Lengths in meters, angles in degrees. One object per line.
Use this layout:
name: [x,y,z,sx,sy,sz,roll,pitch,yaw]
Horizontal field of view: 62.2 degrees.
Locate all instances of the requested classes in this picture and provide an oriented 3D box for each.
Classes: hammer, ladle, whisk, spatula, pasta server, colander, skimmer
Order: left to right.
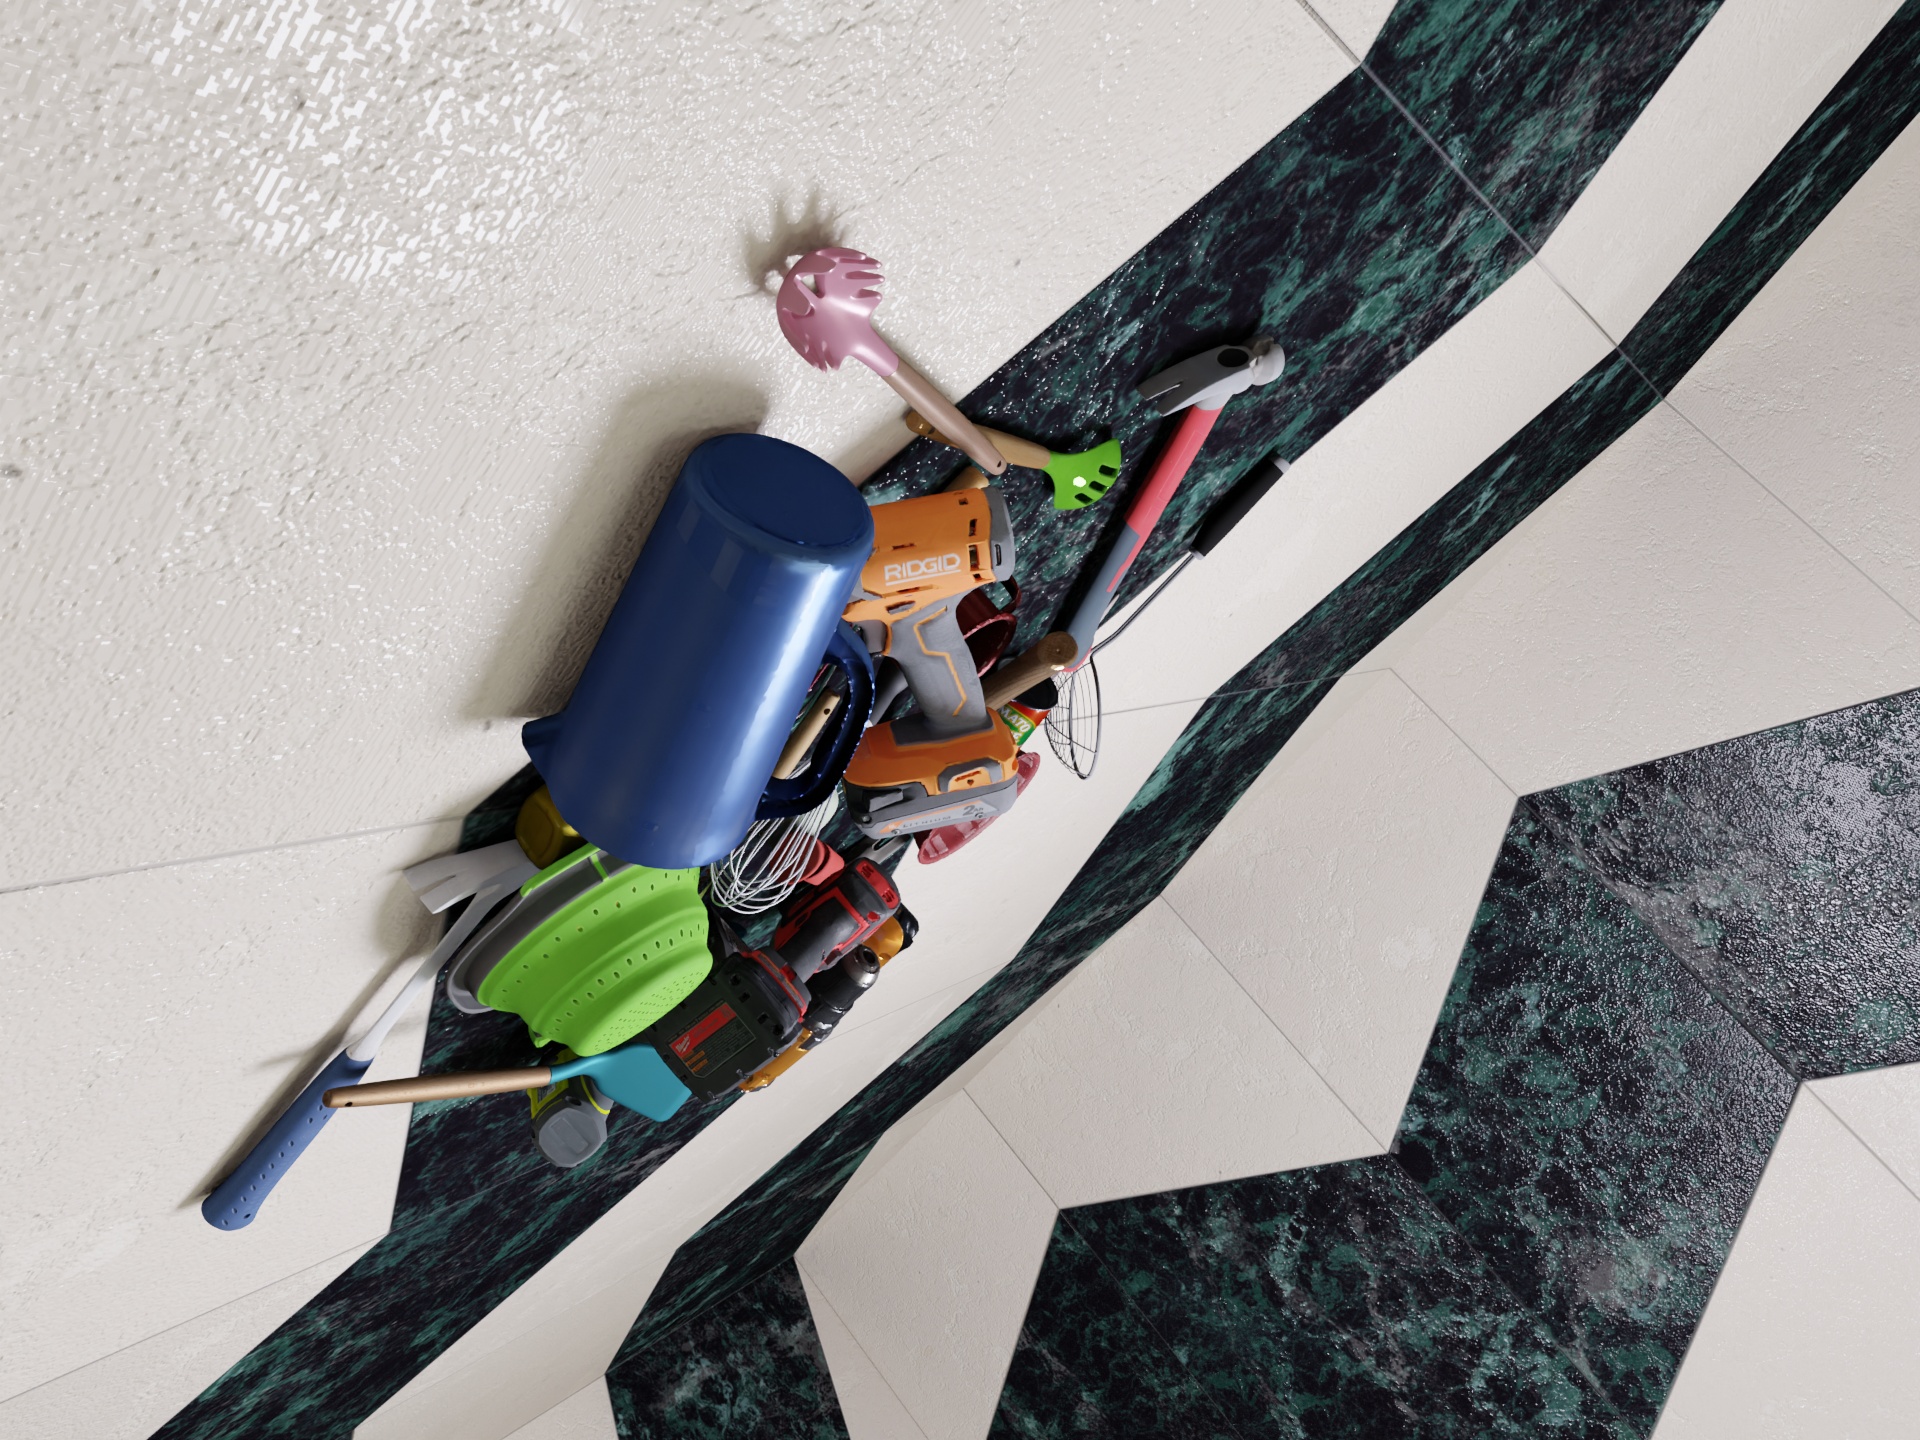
hammer: [-0.416,0.223,1.105,0.405,0.035,0.144,-47,162,19]
spatula: [-0.327,0.276,1.193,0.317,0.044,0.082,8,125,-52]
colander: [-0.263,0.199,1.155,0.204,0.094,0.397,-31,166,-30]
ladle: [-0.194,0.096,1.273,0.078,0.062,0.320,23,110,-40]
hammer: [-0.116,0.125,1.414,0.149,0.037,0.359,-39,173,-6]
whisk: [-0.095,0.029,1.179,0.285,0.070,0.070,-55,171,-30]
whisk: [-0.070,-0.080,1.093,0.245,0.051,0.047,-46,157,5]
pasta server: [-0.025,-0.188,0.897,0.060,0.040,0.316,-57,158,4]
hammer: [-0.002,-0.004,1.276,0.130,0.031,0.331,-31,179,-30]
hammer: [0.139,-0.161,1.349,0.143,0.038,0.386,-27,158,-34]
skimmer: [0.207,-0.101,1.555,0.363,0.090,0.127,-47,-160,9]

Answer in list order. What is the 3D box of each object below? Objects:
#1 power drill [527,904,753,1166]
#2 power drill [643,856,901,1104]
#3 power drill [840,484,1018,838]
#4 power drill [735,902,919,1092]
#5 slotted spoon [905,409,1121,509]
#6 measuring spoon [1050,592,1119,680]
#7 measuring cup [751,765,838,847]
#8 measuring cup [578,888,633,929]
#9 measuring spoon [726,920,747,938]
power drill: [-0.277,0.269,1.381,0.223,0.080,0.171,-39,-161,-5]
power drill: [-0.143,0.197,1.242,0.143,0.078,0.220,-39,-179,30]
power drill: [-0.043,-0.037,1.042,0.164,0.084,0.226,-11,124,-8]
power drill: [-0.114,0.226,1.450,0.185,0.084,0.226,-43,-177,28]
slotted spoon: [0.044,-0.184,1.107,0.070,0.031,0.313,-49,160,19]
measuring spoon: [0.109,-0.078,1.538,0.124,0.018,0.034,-51,171,9]
measuring cup: [-0.171,0.105,1.330,0.167,0.038,0.083,-40,163,-10]
measuring cup: [-0.249,0.110,1.203,0.156,0.029,0.062,-47,162,10]
measuring spoon: [-0.257,0.224,1.493,0.128,0.021,0.042,-34,165,9]
